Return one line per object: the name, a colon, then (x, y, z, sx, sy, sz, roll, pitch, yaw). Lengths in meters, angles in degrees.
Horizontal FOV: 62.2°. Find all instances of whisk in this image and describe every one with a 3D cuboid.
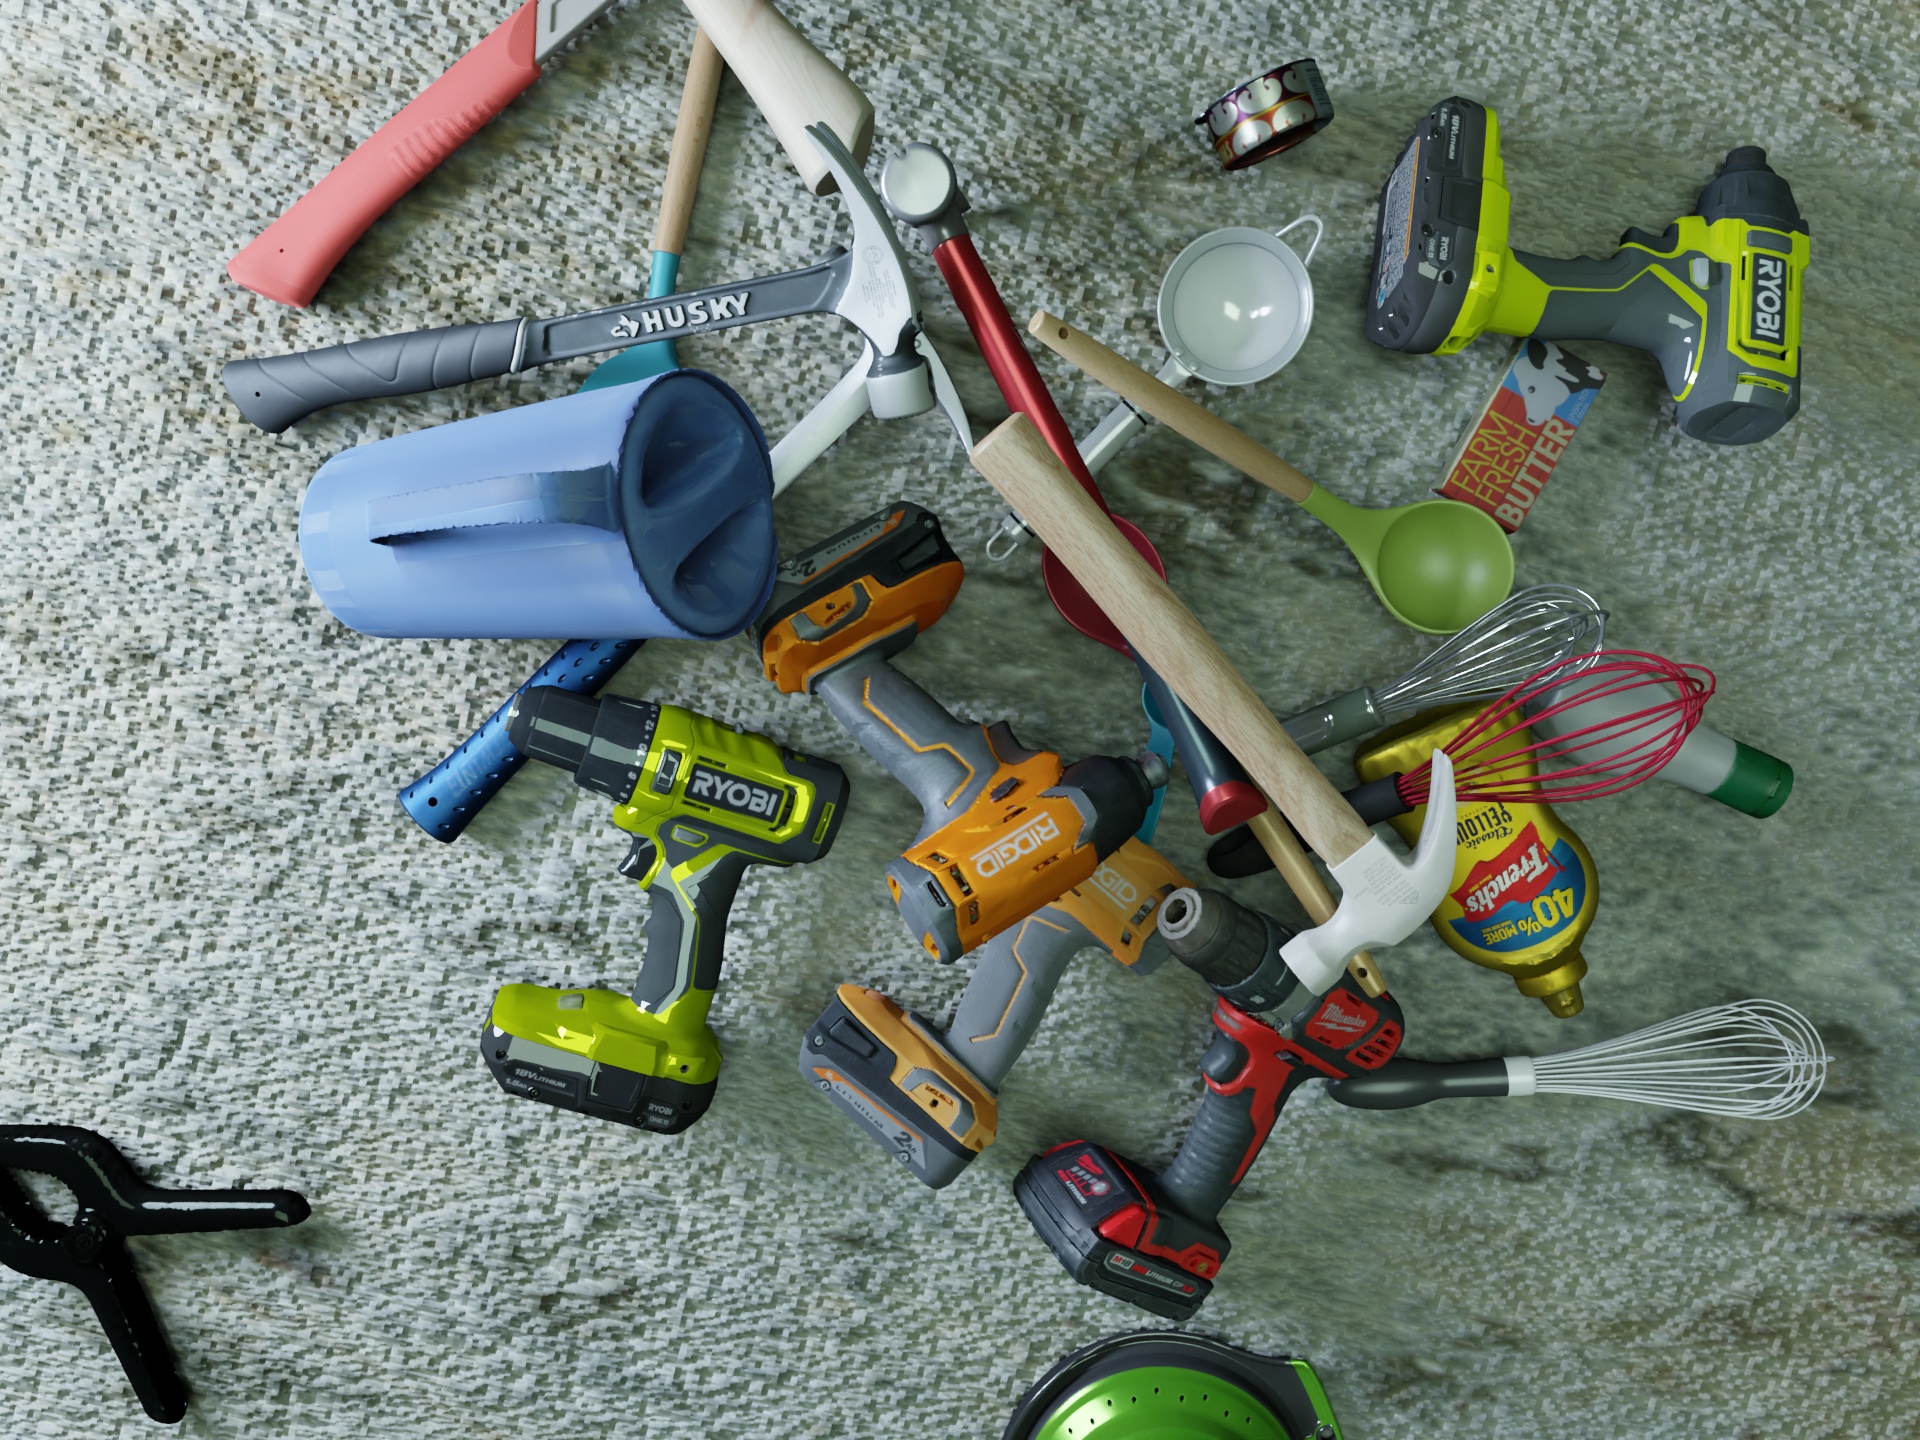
whisk: (0.237, -0.011, 0.883, 0.246, 0.059, 0.058, -24, 73, 23)
whisk: (0.358, 0.206, 0.929, 0.284, 0.070, 0.070, -5, 95, 6)
whisk: (0.254, 0.032, 0.851, 0.296, 0.073, 0.073, -26, 95, 36)

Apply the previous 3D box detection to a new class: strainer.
strainer: (0.107, -0.184, 0.903, 0.258, 0.050, 0.087, -44, 86, 10)

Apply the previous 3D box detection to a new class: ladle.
ladle: (0.145, 0.016, 0.888, 0.069, 0.031, 0.315, -38, 77, 26)
ladle: (0.171, -0.134, 0.841, 0.320, 0.062, 0.078, 26, 83, -27)

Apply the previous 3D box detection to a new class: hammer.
hammer: (-0.178, -0.447, 0.841, 0.146, 0.038, 0.411, -33, 84, 7)
hammer: (-0.220, -0.210, 0.854, 0.409, 0.036, 0.149, -5, 113, 16)
hammer: (0.065, -0.118, 0.858, 0.038, 0.143, 0.386, -26, 95, 9)
hammer: (-0.270, -0.364, 0.887, 0.359, 0.036, 0.149, -38, 83, 6)
hammer: (-0.163, -0.078, 0.916, 0.405, 0.035, 0.144, -44, 93, 4)
hammer: (0.126, -0.020, 0.799, 0.130, 0.031, 0.331, -40, 97, 8)

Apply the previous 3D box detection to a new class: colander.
colander: (0.044, 0.502, 0.935, 0.397, 0.094, 0.204, -19, 94, 2)

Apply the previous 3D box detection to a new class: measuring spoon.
measuring spoon: (0.117, 0.026, 0.934, 0.042, 0.021, 0.128, 20, 105, 20)

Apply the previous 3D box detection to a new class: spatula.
spatula: (-0.162, -0.290, 0.894, 0.082, 0.044, 0.317, 13, 94, 12)

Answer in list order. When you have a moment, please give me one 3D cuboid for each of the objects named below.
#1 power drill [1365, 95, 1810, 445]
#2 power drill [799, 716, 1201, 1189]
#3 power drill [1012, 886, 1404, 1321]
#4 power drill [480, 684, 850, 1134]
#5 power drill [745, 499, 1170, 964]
power drill: (0.346, -0.254, 0.866, 0.223, 0.080, 0.171, 11, 74, -3)
power drill: (0.004, 0.126, 0.912, 0.185, 0.084, 0.226, 41, 90, 5)
power drill: (0.129, 0.206, 0.884, 0.187, 0.080, 0.226, 34, 95, -35)
power drill: (-0.187, 0.100, 0.899, 0.190, 0.080, 0.228, 19, 94, -15)
power drill: (-0.001, -0.003, 0.863, 0.164, 0.084, 0.227, -29, 76, -14)
